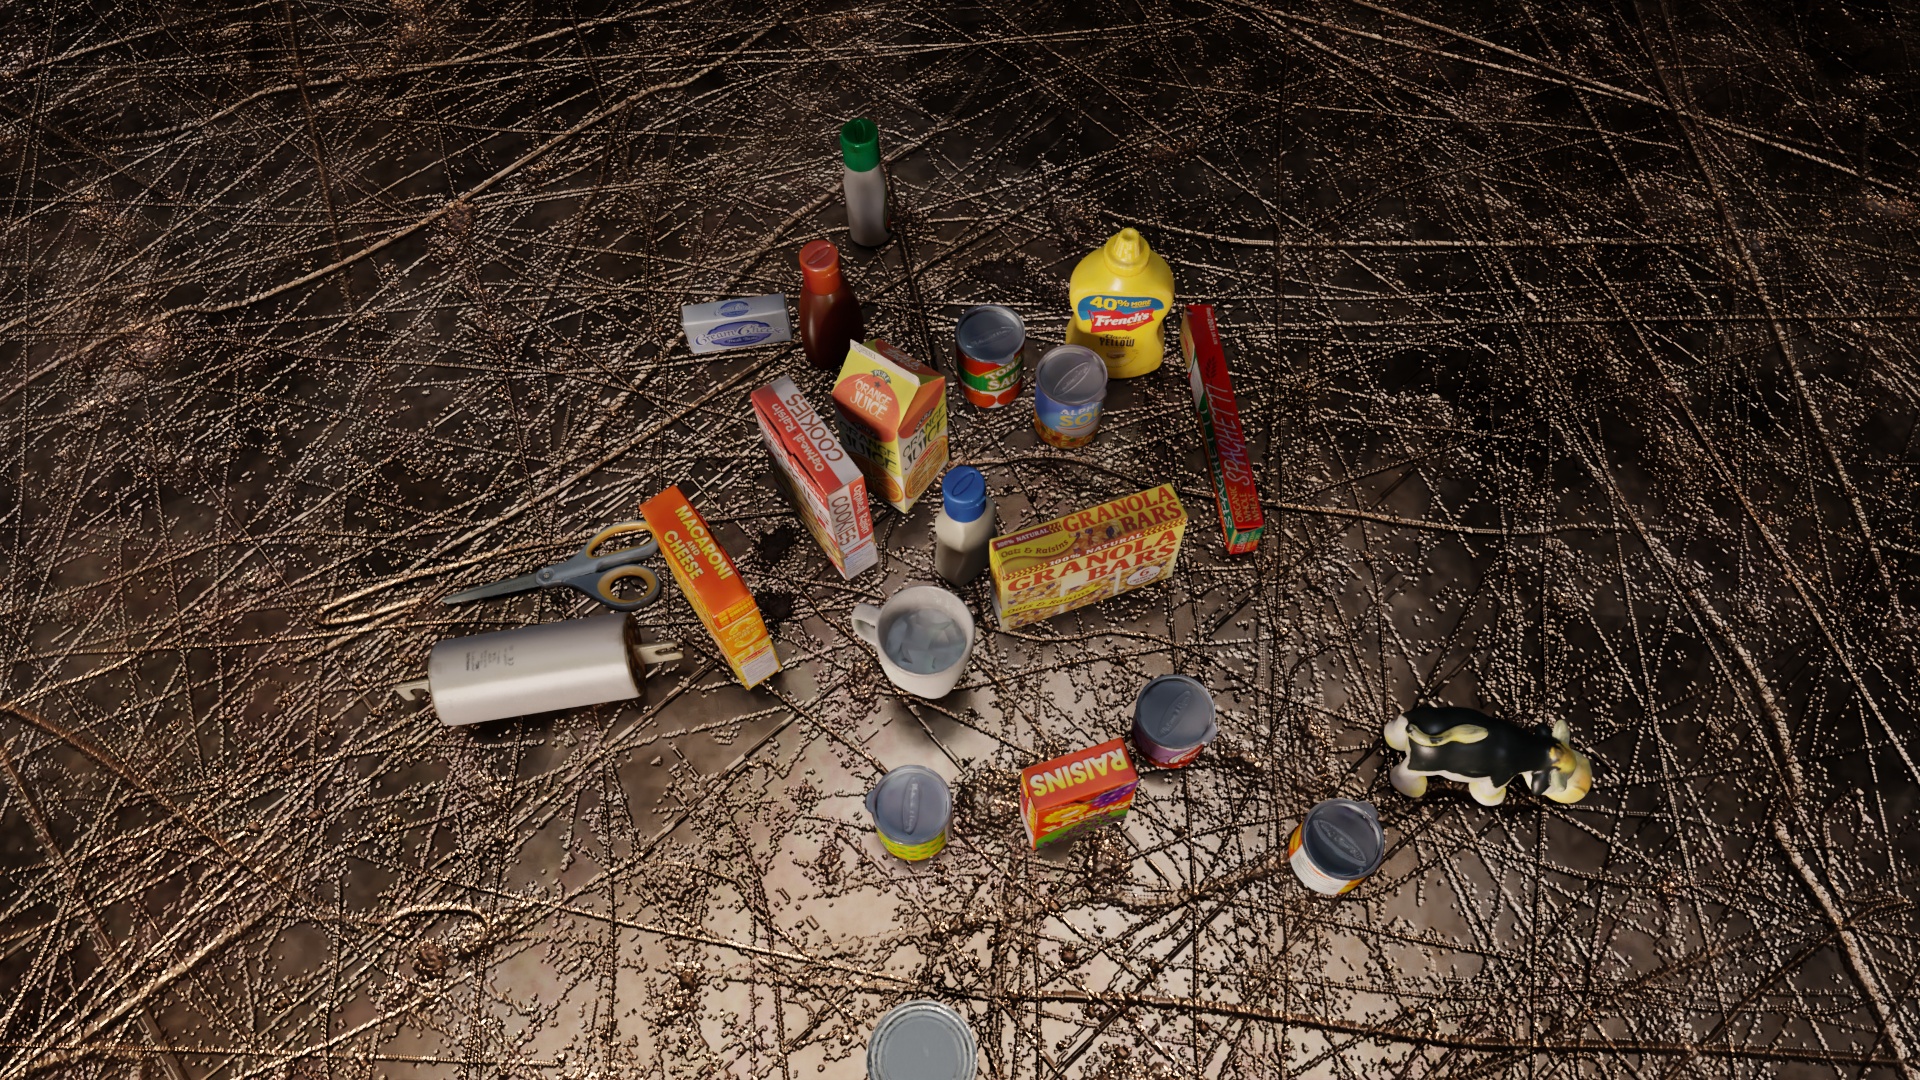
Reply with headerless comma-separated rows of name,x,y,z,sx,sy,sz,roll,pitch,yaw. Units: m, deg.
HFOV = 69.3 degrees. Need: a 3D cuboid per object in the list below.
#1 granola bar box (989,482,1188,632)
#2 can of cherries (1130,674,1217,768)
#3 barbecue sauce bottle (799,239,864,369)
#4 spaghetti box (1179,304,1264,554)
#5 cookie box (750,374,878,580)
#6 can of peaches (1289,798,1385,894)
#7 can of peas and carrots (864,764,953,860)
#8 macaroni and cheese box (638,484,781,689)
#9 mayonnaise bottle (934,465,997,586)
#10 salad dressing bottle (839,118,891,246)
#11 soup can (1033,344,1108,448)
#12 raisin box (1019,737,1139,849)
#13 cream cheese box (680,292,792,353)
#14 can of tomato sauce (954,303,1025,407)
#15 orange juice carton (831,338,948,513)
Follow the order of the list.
granola bar box,0.108,0.015,1.212,0.166,0.123,0.039,-18,65,-7
can of cherries,0.181,0.156,1.176,0.071,0.058,0.072,0,63,1
barbecue sauce bottle,-0.126,-0.226,1.325,0.065,0.148,0.044,-42,70,-17
spaghetti box,0.245,-0.108,1.313,0.029,0.050,0.251,-6,63,-2
cookie box,-0.128,-0.052,1.227,0.040,0.166,0.123,-32,67,-14
can of peaches,0.306,0.248,1.128,0.071,0.057,0.071,0,63,1
can of peas and carrots,-0.042,0.225,1.146,0.071,0.058,0.071,0,63,1
macaroni and cheese box,-0.210,0.042,1.181,0.040,0.165,0.124,-32,67,-14
mayonnaise bottle,0.004,-0.015,1.216,0.041,0.147,0.065,36,70,17
salad dressing bottle,-0.095,-0.357,1.391,0.044,0.147,0.064,-6,64,-1
soup can,0.105,-0.132,1.309,0.071,0.083,0.071,0,64,1
raisin box,0.093,0.205,1.117,0.086,0.123,0.040,-16,64,-7
cream cheese box,-0.220,-0.215,1.374,0.104,0.053,0.024,-8,64,-3
can of tomato sauce,0.030,-0.174,1.332,0.071,0.082,0.071,0,64,1
orange juice carton,-0.061,-0.110,1.240,0.072,0.191,0.073,32,69,16
